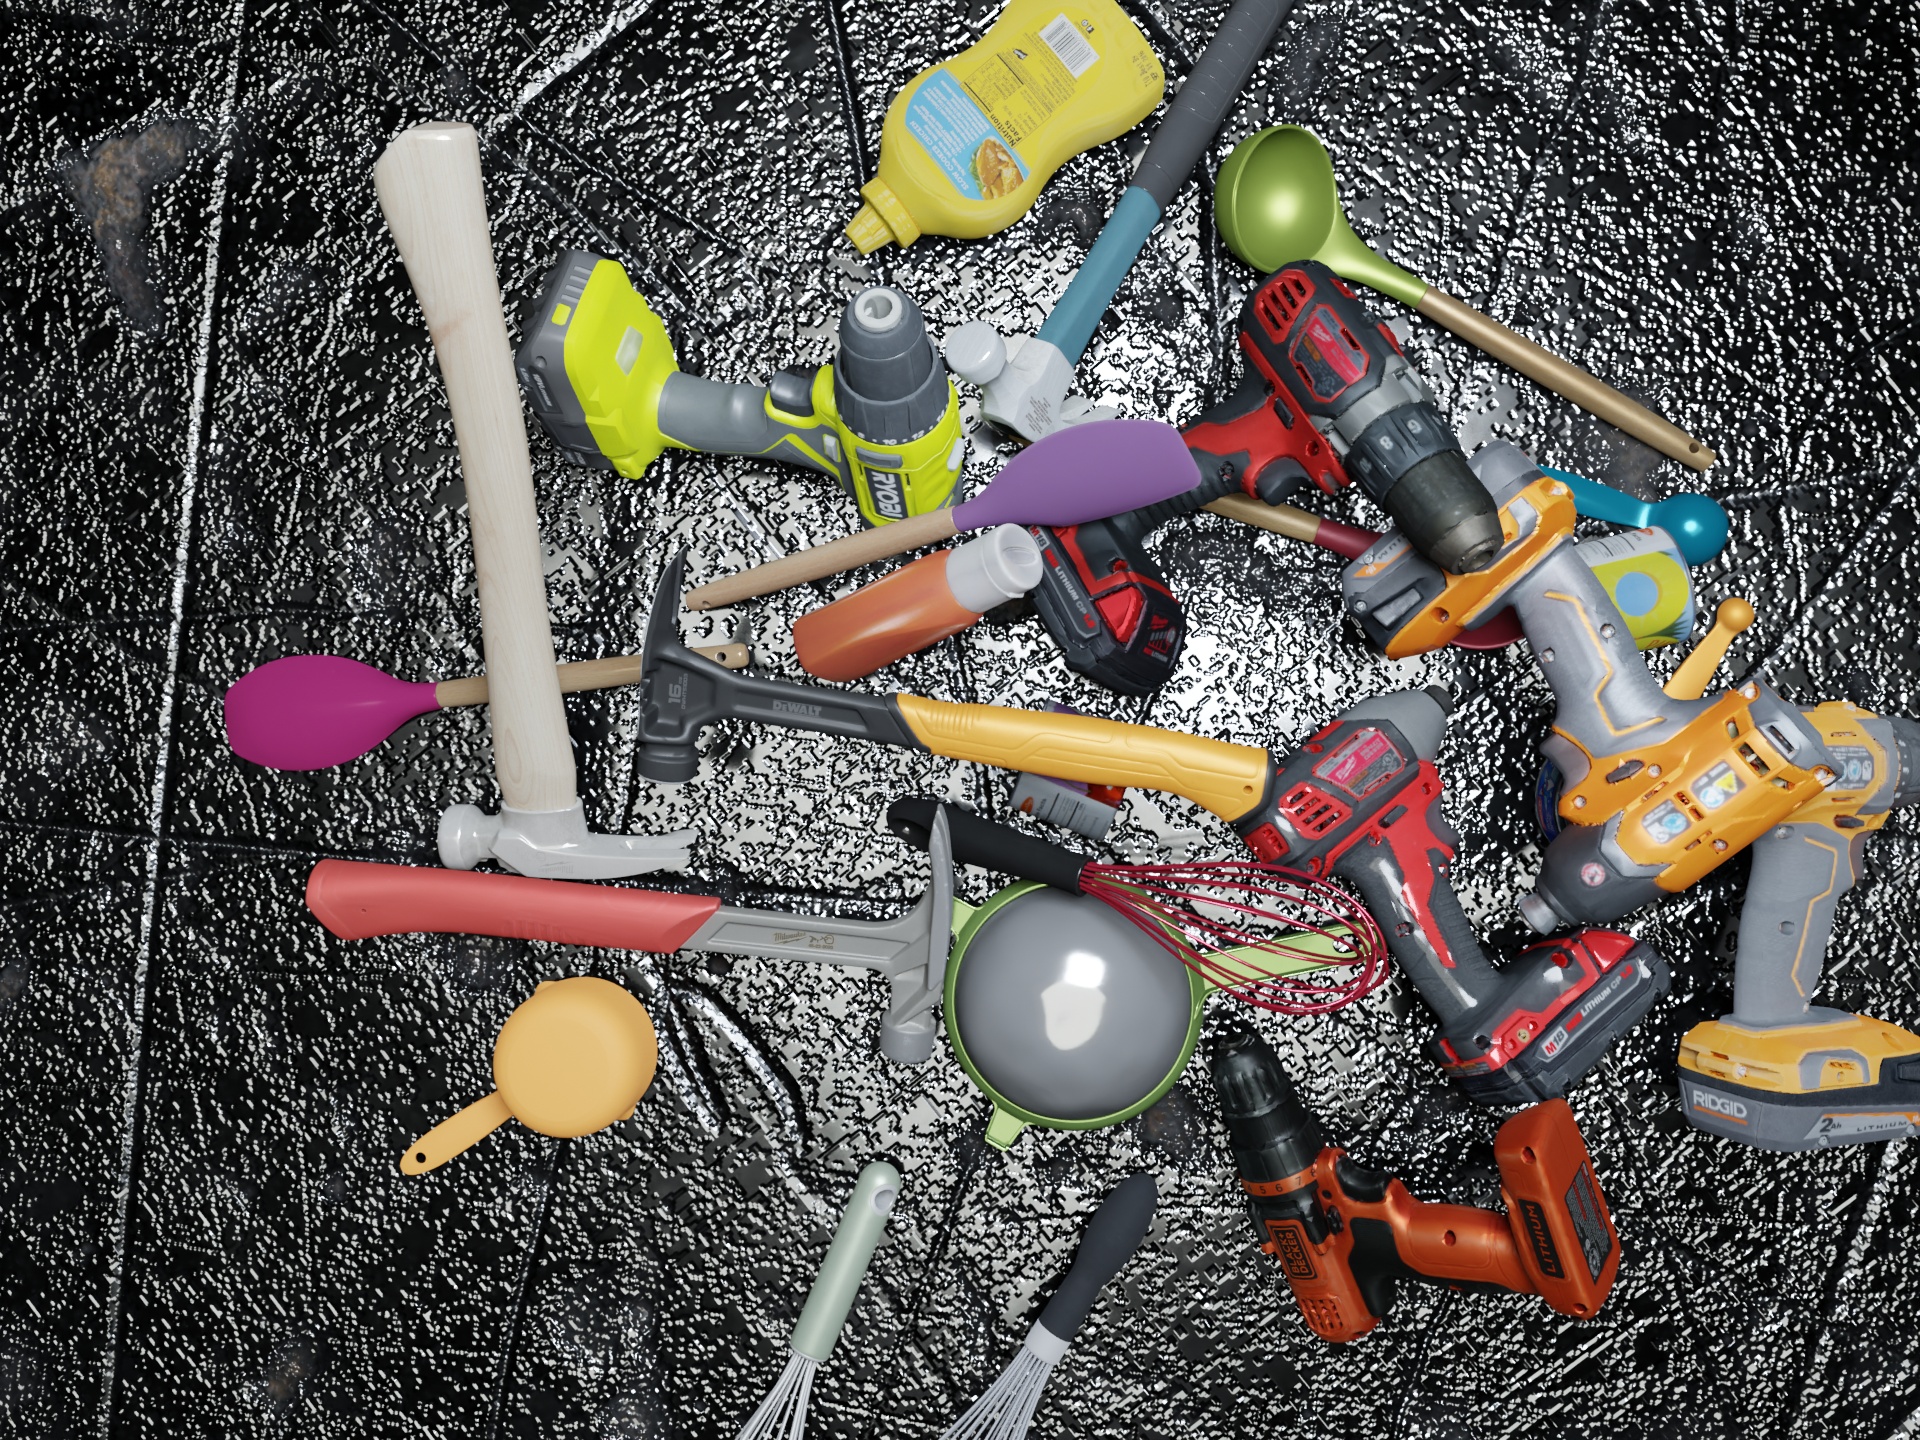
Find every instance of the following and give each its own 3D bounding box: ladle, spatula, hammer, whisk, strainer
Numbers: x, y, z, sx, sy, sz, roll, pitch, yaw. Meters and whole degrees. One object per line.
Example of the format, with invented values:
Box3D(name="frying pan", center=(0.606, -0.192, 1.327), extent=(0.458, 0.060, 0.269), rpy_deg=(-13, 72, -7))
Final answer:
Box3D(name="ladle", center=(0.282, -0.225, 0.881), extent=(0.320, 0.062, 0.078), rpy_deg=(30, 88, 0))
Box3D(name="spatula", center=(-0.024, -0.103, 0.853), extent=(0.316, 0.018, 0.059), rpy_deg=(-14, 133, 29))
Box3D(name="ladle", center=(0.177, -0.115, 0.902), extent=(0.315, 0.031, 0.069), rpy_deg=(20, 97, 5))
Box3D(name="hammer", center=(-0.230, -0.095, 0.834), extent=(0.146, 0.038, 0.410), rpy_deg=(1, 118, 4))
Box3D(name="hammer", center=(-0.184, 0.103, 0.889), extent=(0.359, 0.037, 0.149), rpy_deg=(6, 109, 2))
Box3D(name="whisk", center=(0.031, 0.380, 0.903), extent=(0.070, 0.070, 0.284), rpy_deg=(32, 87, 3))
Box3D(name="whisk", center=(0.085, 0.090, 0.854), extent=(0.296, 0.073, 0.073), rpy_deg=(16, 92, 27))
Box3D(name="strainer", center=(0.114, 0.150, 0.886), extent=(0.256, 0.069, 0.151), rpy_deg=(-13, 90, 5))
Box3D(name="hammer", center=(0.107, -0.296, 0.872), extent=(0.033, 0.128, 0.331), rpy_deg=(26, 82, 33))
Box3D(name="whisk", center=(-0.090, 0.369, 0.916), extent=(0.057, 0.059, 0.246), rpy_deg=(24, 88, -33))
Box3D(name="hammer", center=(-0.001, -0.003, 0.832), extent=(0.337, 0.034, 0.127), rpy_deg=(10, 113, 2))

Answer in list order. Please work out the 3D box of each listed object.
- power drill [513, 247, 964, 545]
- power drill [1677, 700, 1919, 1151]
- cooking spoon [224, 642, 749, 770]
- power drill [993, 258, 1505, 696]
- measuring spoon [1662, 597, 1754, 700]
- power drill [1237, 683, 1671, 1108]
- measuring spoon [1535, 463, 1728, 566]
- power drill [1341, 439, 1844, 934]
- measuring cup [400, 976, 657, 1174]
Box3D(name="power drill", center=(-0.110, -0.177, 0.842), extent=(0.228, 0.190, 0.080), rpy_deg=(13, 70, 9))
Box3D(name="power drill", center=(0.469, 0.103, 0.850), extent=(0.185, 0.084, 0.226), rpy_deg=(-1, 91, -19))
Box3D(name="cooking spoon", center=(-0.281, -0.019, 0.936), extent=(0.319, 0.017, 0.069), rpy_deg=(-7, 91, 4))
Box3D(name="power drill", center=(0.148, -0.105, 0.823), extent=(0.226, 0.080, 0.188), rpy_deg=(-38, 63, 20))
Box3D(name="measuring spoon", center=(0.409, -0.018, 0.894), extent=(0.021, 0.011, 0.117), rpy_deg=(33, 94, 3))
Box3D(name="power drill", center=(0.268, 0.089, 0.867), extent=(0.143, 0.078, 0.220), rpy_deg=(-37, 82, -17))
Box3D(name="measuring spoon", center=(0.369, -0.121, 0.891), extent=(0.128, 0.021, 0.042), rpy_deg=(18, 91, 2))
Box3D(name="power drill", center=(0.299, -0.011, 0.808), extent=(0.164, 0.084, 0.227), rpy_deg=(-44, 70, 21))
Box3D(name="measuring cup", center=(-0.259, 0.219, 0.918), extent=(0.173, 0.052, 0.095), rpy_deg=(-33, 88, 1))
